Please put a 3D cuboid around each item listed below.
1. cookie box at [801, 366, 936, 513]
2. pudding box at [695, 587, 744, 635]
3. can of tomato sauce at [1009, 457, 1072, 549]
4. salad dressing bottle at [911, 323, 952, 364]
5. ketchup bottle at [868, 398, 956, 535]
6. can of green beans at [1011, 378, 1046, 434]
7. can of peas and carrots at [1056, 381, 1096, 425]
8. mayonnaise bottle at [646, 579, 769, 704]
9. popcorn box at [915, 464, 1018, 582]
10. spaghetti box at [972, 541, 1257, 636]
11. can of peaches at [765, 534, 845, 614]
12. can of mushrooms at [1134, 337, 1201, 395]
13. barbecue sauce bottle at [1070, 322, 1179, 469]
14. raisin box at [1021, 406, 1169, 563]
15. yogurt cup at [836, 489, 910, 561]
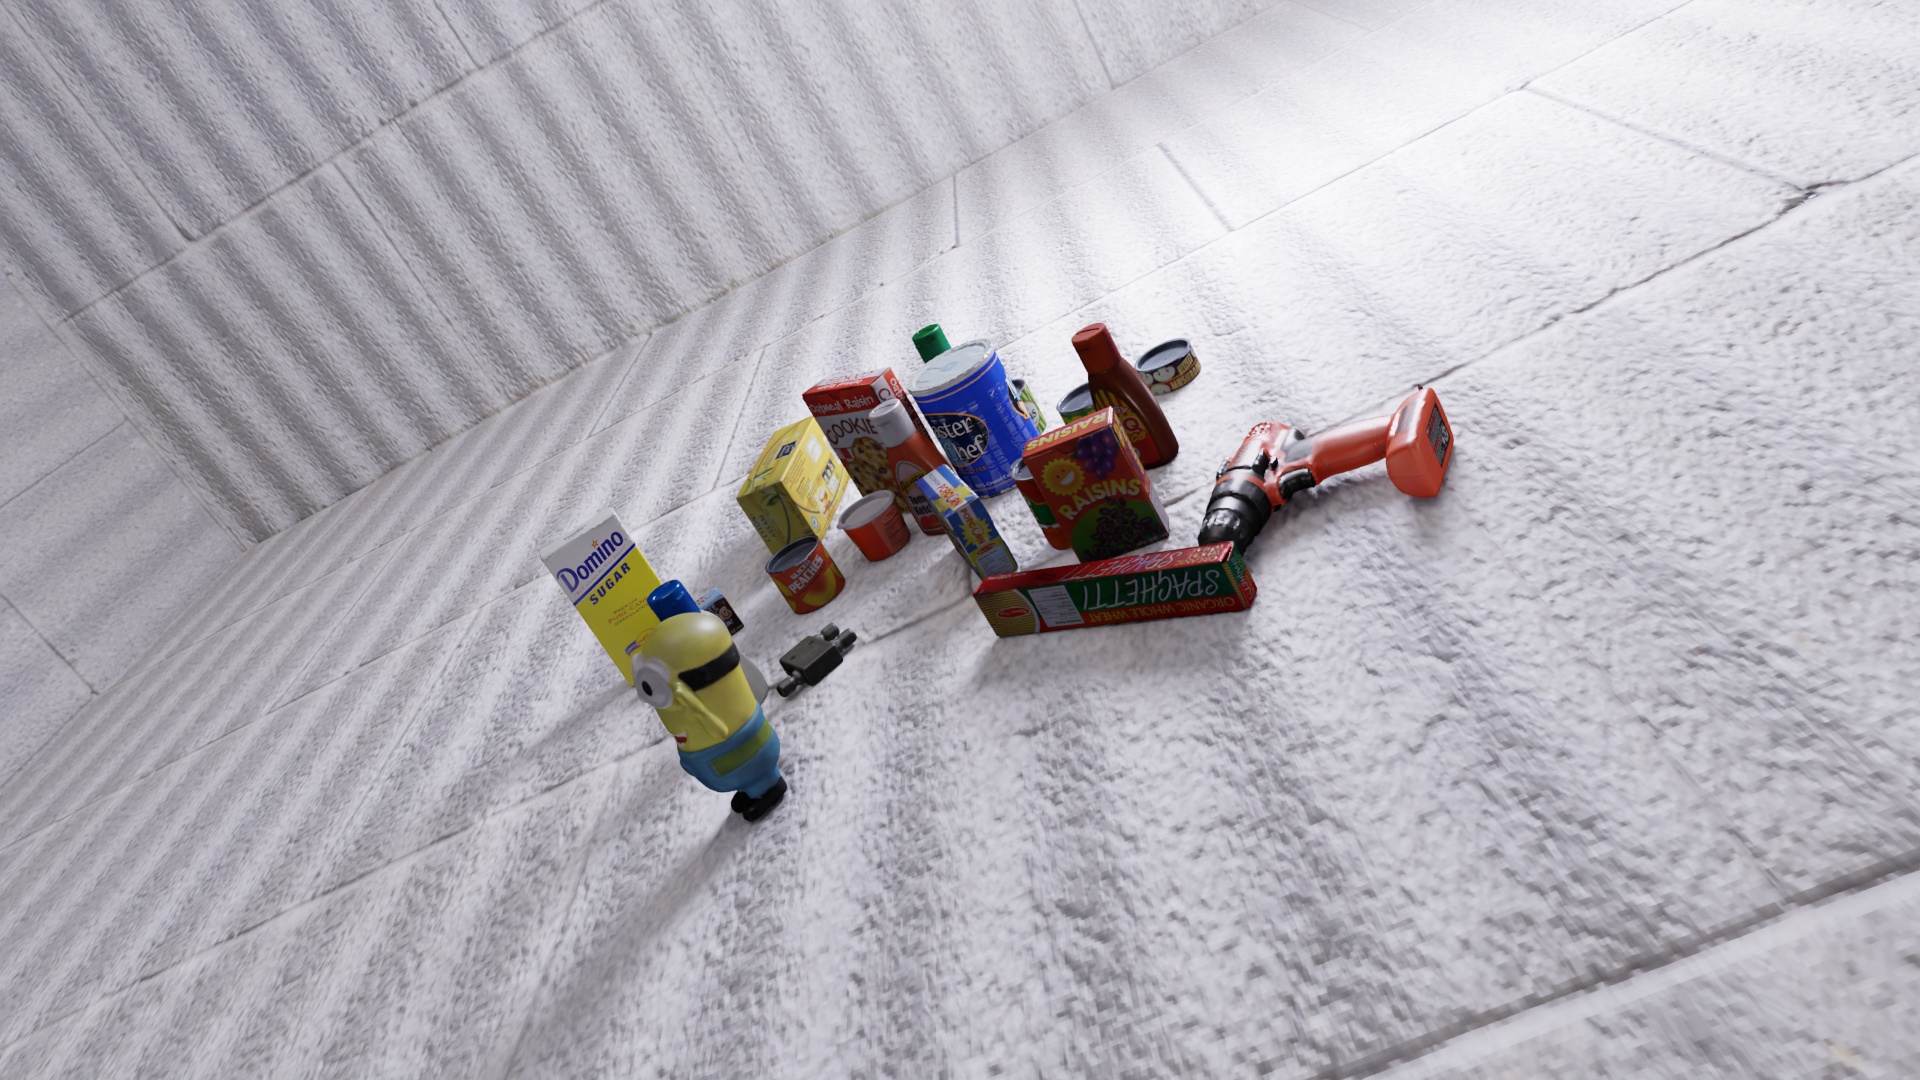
[{"bbox_3d":[-0.088,-0.106,1.534,0.123,0.167,0.040,-3,35,47],"label":"cookie box"},{"bbox_3d":[-0.283,0.095,1.504,0.084,0.049,0.030,-36,23,-13],"label":"pudding box"},{"bbox_3d":[0.093,-0.042,1.299,0.071,0.083,0.071,-25,23,12],"label":"can of tomato sauce"},{"bbox_3d":[-0.007,-0.181,1.616,0.044,0.147,0.064,-42,26,-26],"label":"salad dressing bottle"},{"bbox_3d":[-0.044,-0.077,1.447,0.064,0.148,0.044,-15,27,32],"label":"ketchup bottle"},{"bbox_3d":[0.057,-0.142,1.575,0.071,0.057,0.071,-25,23,12],"label":"can of green beans"},{"bbox_3d":[0.143,-0.128,1.446,0.071,0.058,0.071,-25,23,12],"label":"can of peas and carrots"},{"bbox_3d":[-0.240,0.104,1.309,0.041,0.147,0.065,-10,30,40],"label":"mayonnaise bottle"},{"bbox_3d":[0.005,-0.017,1.348,0.038,0.085,0.127,-32,23,-4],"label":"popcorn box"},{"bbox_3d":[0.121,0.043,1.135,0.249,0.050,0.029,-10,30,39],"label":"spaghetti box"},{"bbox_3d":[-0.163,0.037,1.470,0.071,0.058,0.071,-25,23,12],"label":"can of peaches"},{"bbox_3d":[0.226,-0.188,1.503,0.071,0.033,0.071,-25,24,12],"label":"can of mushrooms"},{"bbox_3d":[0.154,-0.139,1.340,0.065,0.148,0.044,-4,34,46],"label":"barbecue sauce bottle"},{"bbox_3d":[0.120,-0.045,1.222,0.086,0.123,0.040,-21,24,21],"label":"raisin box"},{"bbox_3d":[-0.090,-0.014,1.493,0.072,0.053,0.073,-25,23,12],"label":"yogurt cup"}]
